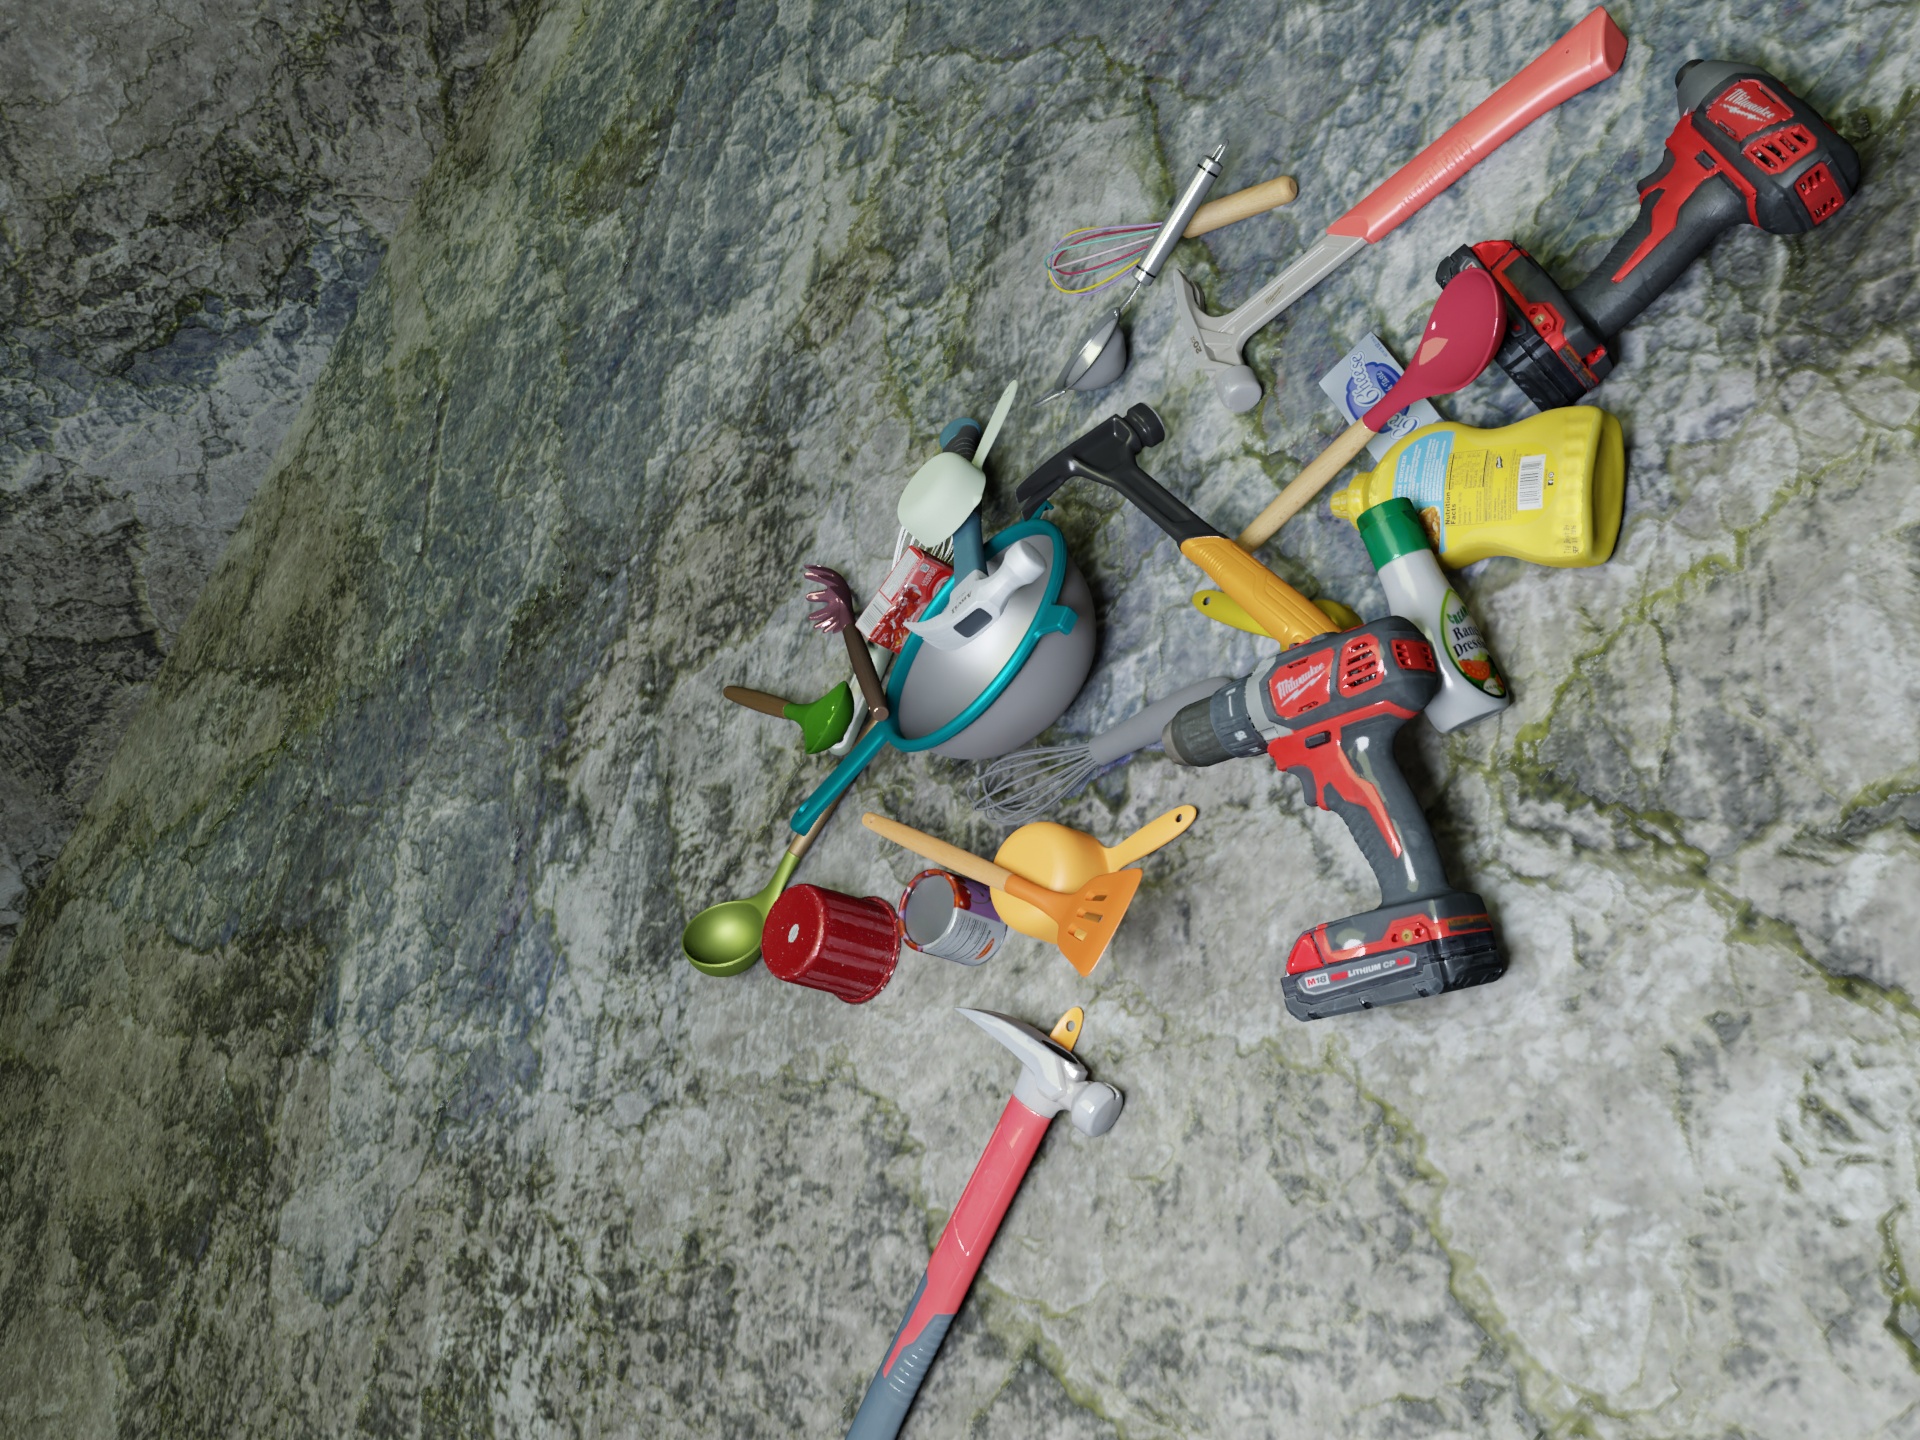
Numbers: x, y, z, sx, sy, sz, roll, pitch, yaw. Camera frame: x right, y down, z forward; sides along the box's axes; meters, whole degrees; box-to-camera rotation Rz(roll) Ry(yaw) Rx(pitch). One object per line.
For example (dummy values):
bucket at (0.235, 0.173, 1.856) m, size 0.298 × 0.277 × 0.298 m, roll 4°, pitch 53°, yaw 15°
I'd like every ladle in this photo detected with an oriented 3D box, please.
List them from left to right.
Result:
ladle at (-0.142, 0.093, 1.412) m, size 0.320 × 0.062 × 0.078 m, roll -57°, pitch 45°, yaw 8°
ladle at (0.258, -0.182, 1.068) m, size 0.315 × 0.031 × 0.069 m, roll -47°, pitch 44°, yaw 49°

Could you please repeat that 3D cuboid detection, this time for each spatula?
spatula at (0.017, 0.109, 1.168) m, size 0.323 × 0.041 × 0.081 m, roll 18°, pitch 76°, yaw 50°

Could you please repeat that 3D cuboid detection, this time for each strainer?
strainer at (-0.002, -0.004, 1.268) m, size 0.340 × 0.095 × 0.211 m, roll -46°, pitch 25°, yaw 24°
strainer at (0.146, -0.354, 1.295) m, size 0.258 × 0.050 × 0.087 m, roll -57°, pitch 14°, yaw 23°

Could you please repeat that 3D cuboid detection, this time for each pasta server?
pasta server at (-0.099, -0.067, 1.381) m, size 0.316 × 0.040 × 0.060 m, roll -116°, pitch 21°, yaw -64°

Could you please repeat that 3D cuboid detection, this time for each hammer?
hammer at (-0.023, 0.400, 1.148) m, size 0.143 × 0.038 × 0.386 m, roll 30°, pitch 97°, yaw 37°
hammer at (0.006, -0.167, 1.306) m, size 0.128 × 0.033 × 0.331 m, roll -43°, pitch 26°, yaw 24°
hammer at (0.178, -0.105, 1.101) m, size 0.127 × 0.034 × 0.337 m, roll -35°, pitch 51°, yaw -10°
hammer at (0.312, -0.383, 1.161) m, size 0.359 × 0.036 × 0.149 m, roll -36°, pitch 50°, yaw 31°

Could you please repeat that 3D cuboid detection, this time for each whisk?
whisk at (-0.065, -0.081, 1.416) m, size 0.058 × 0.059 × 0.246 m, roll 26°, pitch 97°, yaw 21°
whisk at (0.102, 0.021, 1.193) m, size 0.239 × 0.055 × 0.055 m, roll -28°, pitch 54°, yaw 30°
whisk at (0.167, -0.409, 1.321) m, size 0.245 × 0.051 × 0.047 m, roll -7°, pitch 62°, yaw 41°

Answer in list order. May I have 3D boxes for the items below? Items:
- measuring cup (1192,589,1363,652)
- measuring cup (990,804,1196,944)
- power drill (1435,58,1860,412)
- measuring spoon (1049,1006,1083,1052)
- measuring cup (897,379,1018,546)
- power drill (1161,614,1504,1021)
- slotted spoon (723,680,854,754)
measuring cup at (0.215, -0.071, 1.125) m, size 0.157 × 0.029 × 0.062 m, roll 27°, pitch 93°, yaw 46°
measuring cup at (0.092, 0.099, 1.163) m, size 0.173 × 0.052 × 0.095 m, roll -35°, pitch 50°, yaw 34°
power drill at (0.419, -0.308, 0.989) m, size 0.219 × 0.078 × 0.143 m, roll -39°, pitch 49°, yaw 25°
measuring spoon at (0.062, 0.262, 1.158) m, size 0.021 × 0.011 × 0.117 m, roll 27°, pitch 89°, yaw 38°
measuring cup at (0.000, -0.219, 1.294) m, size 0.083 × 0.038 × 0.168 m, roll -7°, pitch 54°, yaw 59°
power drill at (0.221, 0.065, 0.978) m, size 0.188 × 0.080 × 0.227 m, roll -23°, pitch 73°, yaw 42°
slotted spoon at (-0.162, -0.013, 1.452) m, size 0.070 × 0.031 × 0.314 m, roll -64°, pitch 26°, yaw -7°
